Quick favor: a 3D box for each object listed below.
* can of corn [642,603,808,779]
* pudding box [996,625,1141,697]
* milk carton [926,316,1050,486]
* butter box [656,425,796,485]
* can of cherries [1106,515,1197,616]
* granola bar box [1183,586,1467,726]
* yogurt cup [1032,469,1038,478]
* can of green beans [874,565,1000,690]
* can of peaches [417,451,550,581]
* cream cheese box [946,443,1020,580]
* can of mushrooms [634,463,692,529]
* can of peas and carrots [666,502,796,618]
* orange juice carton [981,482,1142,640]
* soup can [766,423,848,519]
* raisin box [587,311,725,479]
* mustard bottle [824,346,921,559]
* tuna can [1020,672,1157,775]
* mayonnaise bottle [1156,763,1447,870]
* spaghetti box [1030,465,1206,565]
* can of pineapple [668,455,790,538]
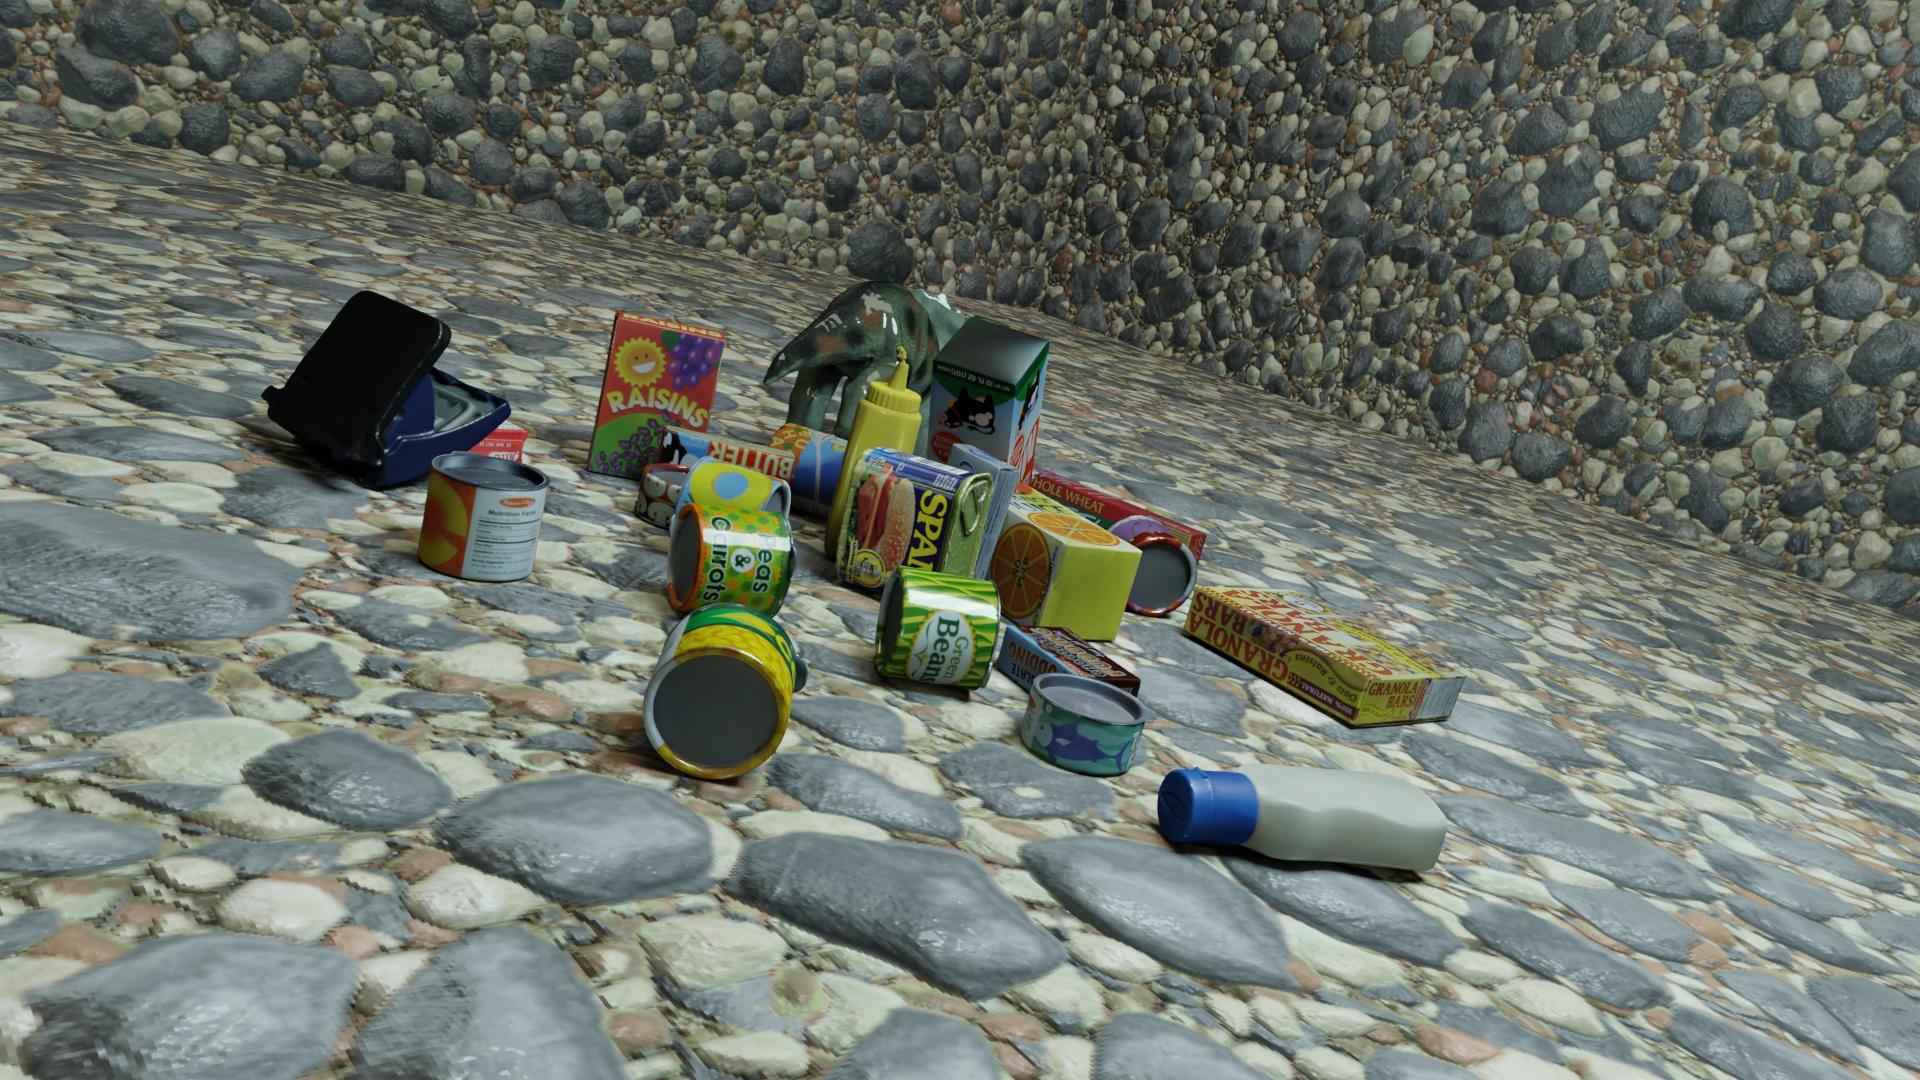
[{"bbox_3d":[-0.108,0.070,0.645,0.071,0.071,0.058,13,15,-7],"label":"can of corn"},{"bbox_3d":[0.065,0.081,0.851,0.050,0.030,0.084,4,17,-33],"label":"pudding box"},{"bbox_3d":[0.018,-0.078,1.136,0.072,0.189,0.074,20,43,15],"label":"milk carton"},{"bbox_3d":[-0.181,-0.051,1.064,0.103,0.053,0.024,12,11,-13],"label":"butter box"},{"bbox_3d":[0.144,0.021,1.097,0.071,0.071,0.058,11,15,-14],"label":"can of cherries"},{"bbox_3d":[0.267,0.083,1.029,0.124,0.039,0.166,3,18,-40],"label":"granola bar box"},{"bbox_3d":[0.027,-0.044,1.244,0.072,0.053,0.072,14,14,-3],"label":"yogurt cup"},{"bbox_3d":[-0.014,0.051,0.812,0.058,0.071,0.071,10,14,-15],"label":"can of green beans"},{"bbox_3d":[-0.280,-0.015,0.812,0.071,0.058,0.071,13,14,-3],"label":"can of peaches"},{"bbox_3d":[0.004,-0.013,0.999,0.024,0.103,0.053,5,17,-47],"label":"cream cheese box"},{"bbox_3d":[-0.202,-0.031,1.006,0.071,0.033,0.071,14,15,-4],"label":"can of mushrooms"},{"bbox_3d":[-0.138,0.012,0.832,0.059,0.070,0.071,7,16,-27],"label":"can of peas and carrots"},{"bbox_3d":[0.041,0.004,1.037,0.073,0.071,0.193,6,17,-35],"label":"orange juice carton"},{"bbox_3d":[-0.108,-0.055,1.113,0.084,0.071,0.071,19,14,16],"label":"soup can"},{"bbox_3d":[-0.238,-0.109,1.086,0.086,0.123,0.040,10,15,-16],"label":"raisin box"},{"bbox_3d":[-0.060,-0.063,1.013,0.049,0.159,0.065,15,15,-5],"label":"mustard bottle"},{"bbox_3d":[0.071,0.102,0.770,0.071,0.032,0.071,14,14,-3],"label":"tuna can"},{"bbox_3d":[0.173,0.140,0.714,0.148,0.041,0.065,8,14,-22],"label":"mayonnaise bottle"},{"bbox_3d":[0.104,-0.025,1.258,0.250,0.050,0.029,24,15,34],"label":"spaghetti box"},{"bbox_3d":[-0.154,-0.016,0.934,0.058,0.070,0.071,17,14,9],"label":"can of pineapple"}]
